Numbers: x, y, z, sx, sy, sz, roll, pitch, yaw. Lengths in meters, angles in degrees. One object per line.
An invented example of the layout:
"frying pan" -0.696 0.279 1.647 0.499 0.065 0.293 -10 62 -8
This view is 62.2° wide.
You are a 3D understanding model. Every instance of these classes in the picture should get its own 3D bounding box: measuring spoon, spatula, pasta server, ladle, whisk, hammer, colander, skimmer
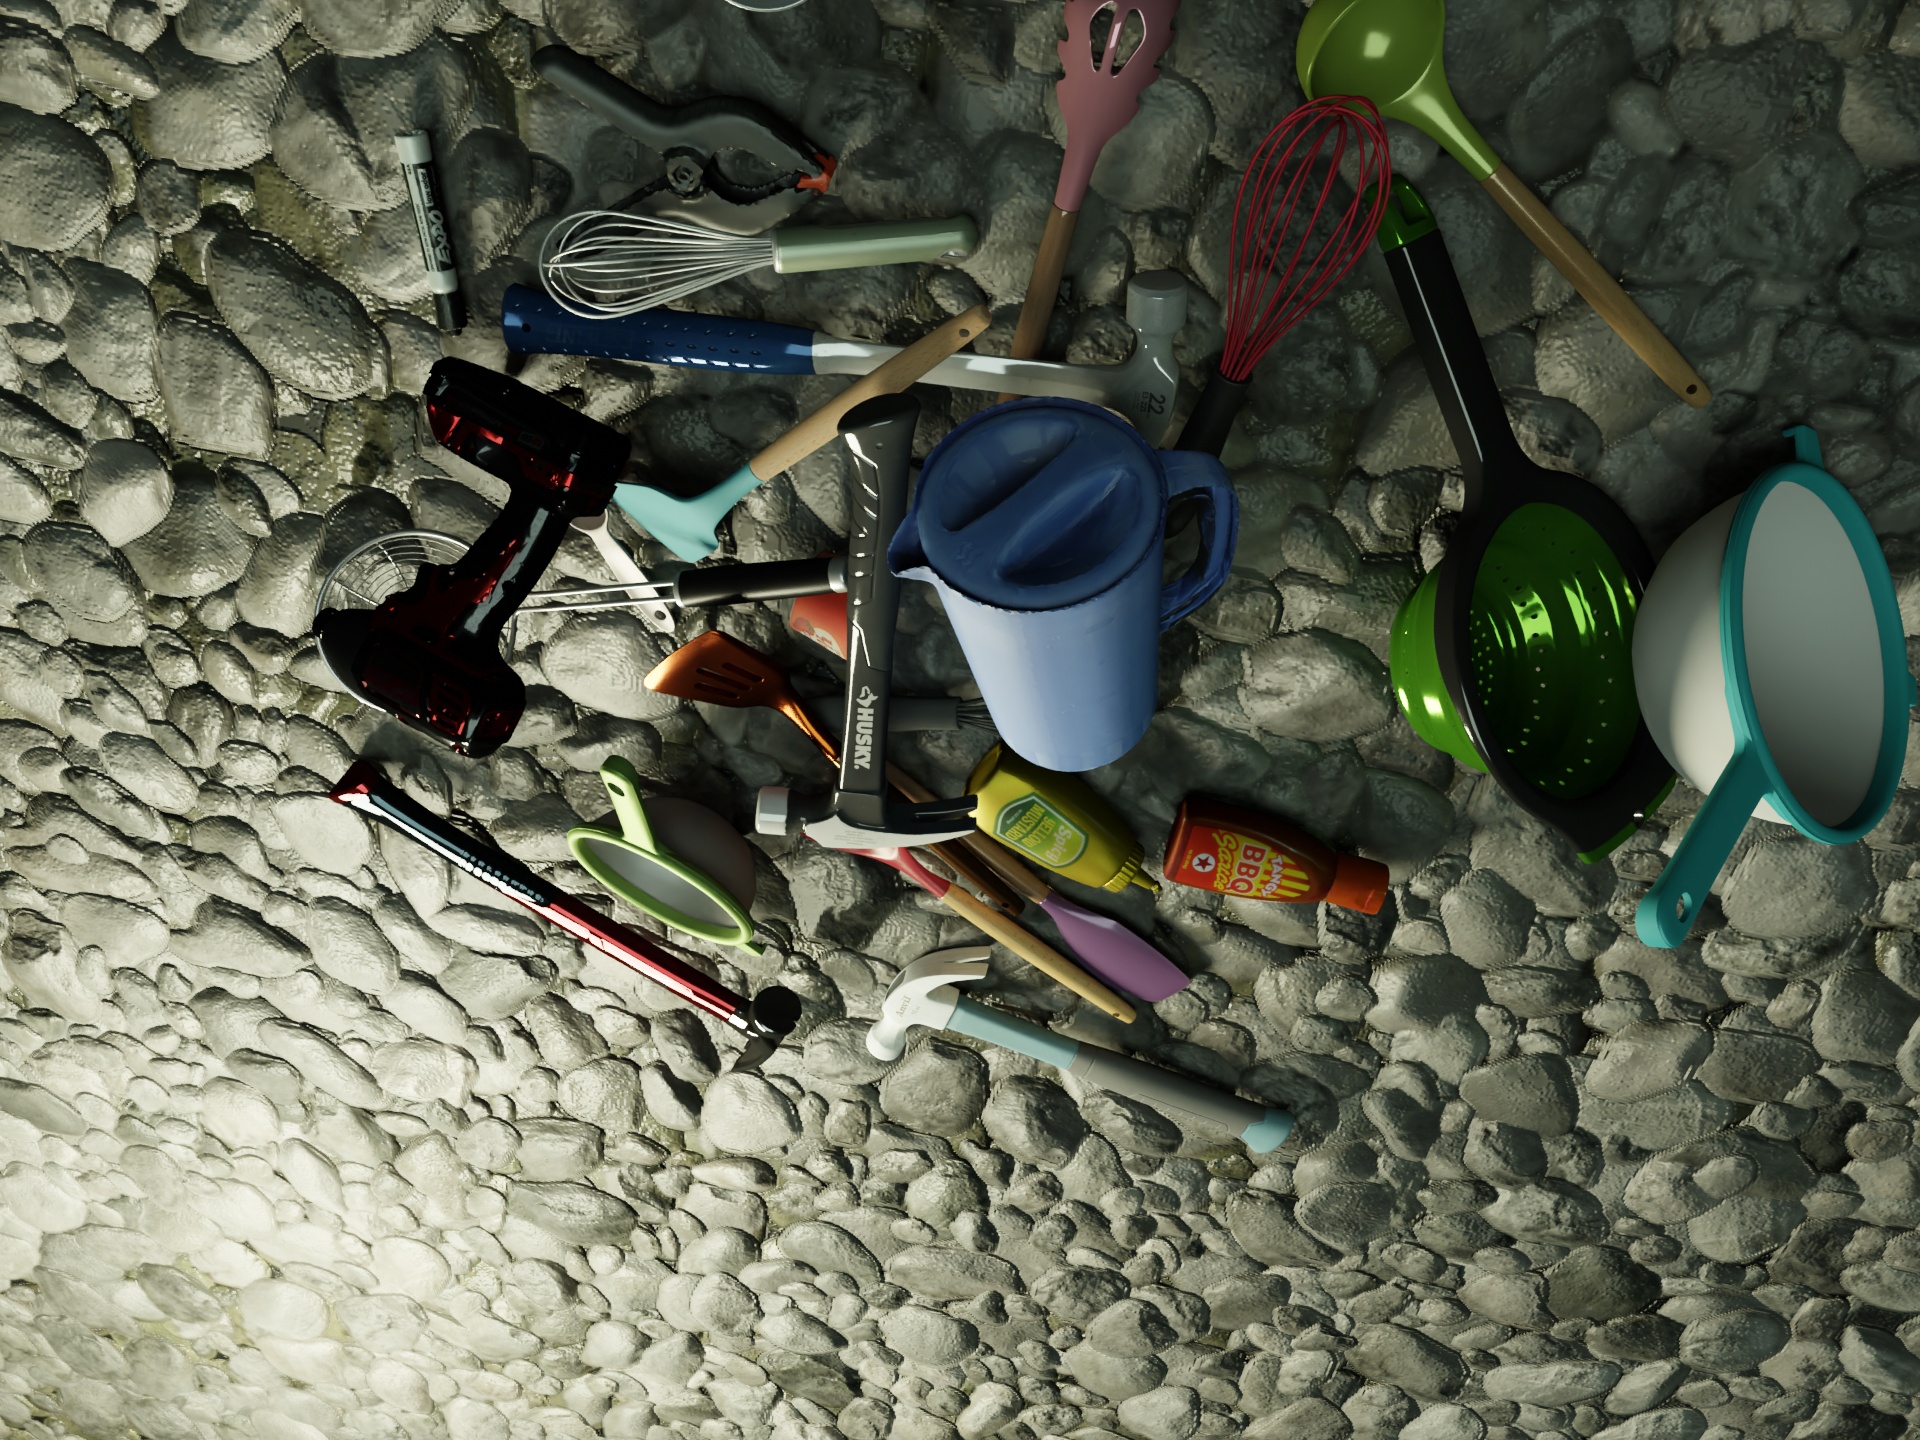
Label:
"measuring spoon" -0.224 -0.109 1.063 0.034 0.018 0.124 -13 127 26
"spatula" -0.100 -0.168 0.938 0.317 0.044 0.082 -25 125 37
"spatula" -0.070 0.044 1.087 0.081 0.041 0.322 -31 118 36
"pasta server" 0.054 -0.268 0.899 0.060 0.040 0.316 16 128 -1
"ladle" 0.009 0.139 1.173 0.315 0.031 0.069 36 142 -16
"whisk" -0.001 -0.003 1.073 0.239 0.055 0.055 0 123 16
"hammer" -0.049 -0.047 0.969 0.146 0.035 0.334 6 130 -1
"spatula" 0.040 0.113 1.156 0.315 0.018 0.059 39 130 -16
"ladle" 0.298 -0.267 0.836 0.320 0.062 0.078 38 120 -18
"hammer" 0.099 0.266 1.237 0.331 0.033 0.128 21 125 -4
"whisk" -0.111 -0.263 0.891 0.246 0.058 0.059 -7 98 -6
"colander" 0.288 -0.110 0.917 0.094 0.204 0.397 -8 110 55
"hammer" -0.074 -0.209 0.935 0.405 0.035 0.144 9 128 10
"skimmer" -0.244 -0.072 1.017 0.363 0.090 0.127 -3 106 23
"hammer" -0.306 0.151 1.221 0.386 0.038 0.143 32 148 -4
"whisk" 0.158 -0.208 0.878 0.073 0.073 0.295 18 138 -2

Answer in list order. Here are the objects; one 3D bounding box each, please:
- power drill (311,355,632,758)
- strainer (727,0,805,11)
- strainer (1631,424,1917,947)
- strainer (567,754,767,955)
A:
"power drill" -0.307 -0.101 0.978 0.143 0.078 0.219 28 98 12
"strainer" -0.042 -0.437 0.796 0.258 0.050 0.086 -23 123 17
"strainer" 0.407 0.004 0.867 0.095 0.340 0.211 -8 120 52
"strainer" -0.203 0.071 1.104 0.151 0.069 0.256 23 153 12
